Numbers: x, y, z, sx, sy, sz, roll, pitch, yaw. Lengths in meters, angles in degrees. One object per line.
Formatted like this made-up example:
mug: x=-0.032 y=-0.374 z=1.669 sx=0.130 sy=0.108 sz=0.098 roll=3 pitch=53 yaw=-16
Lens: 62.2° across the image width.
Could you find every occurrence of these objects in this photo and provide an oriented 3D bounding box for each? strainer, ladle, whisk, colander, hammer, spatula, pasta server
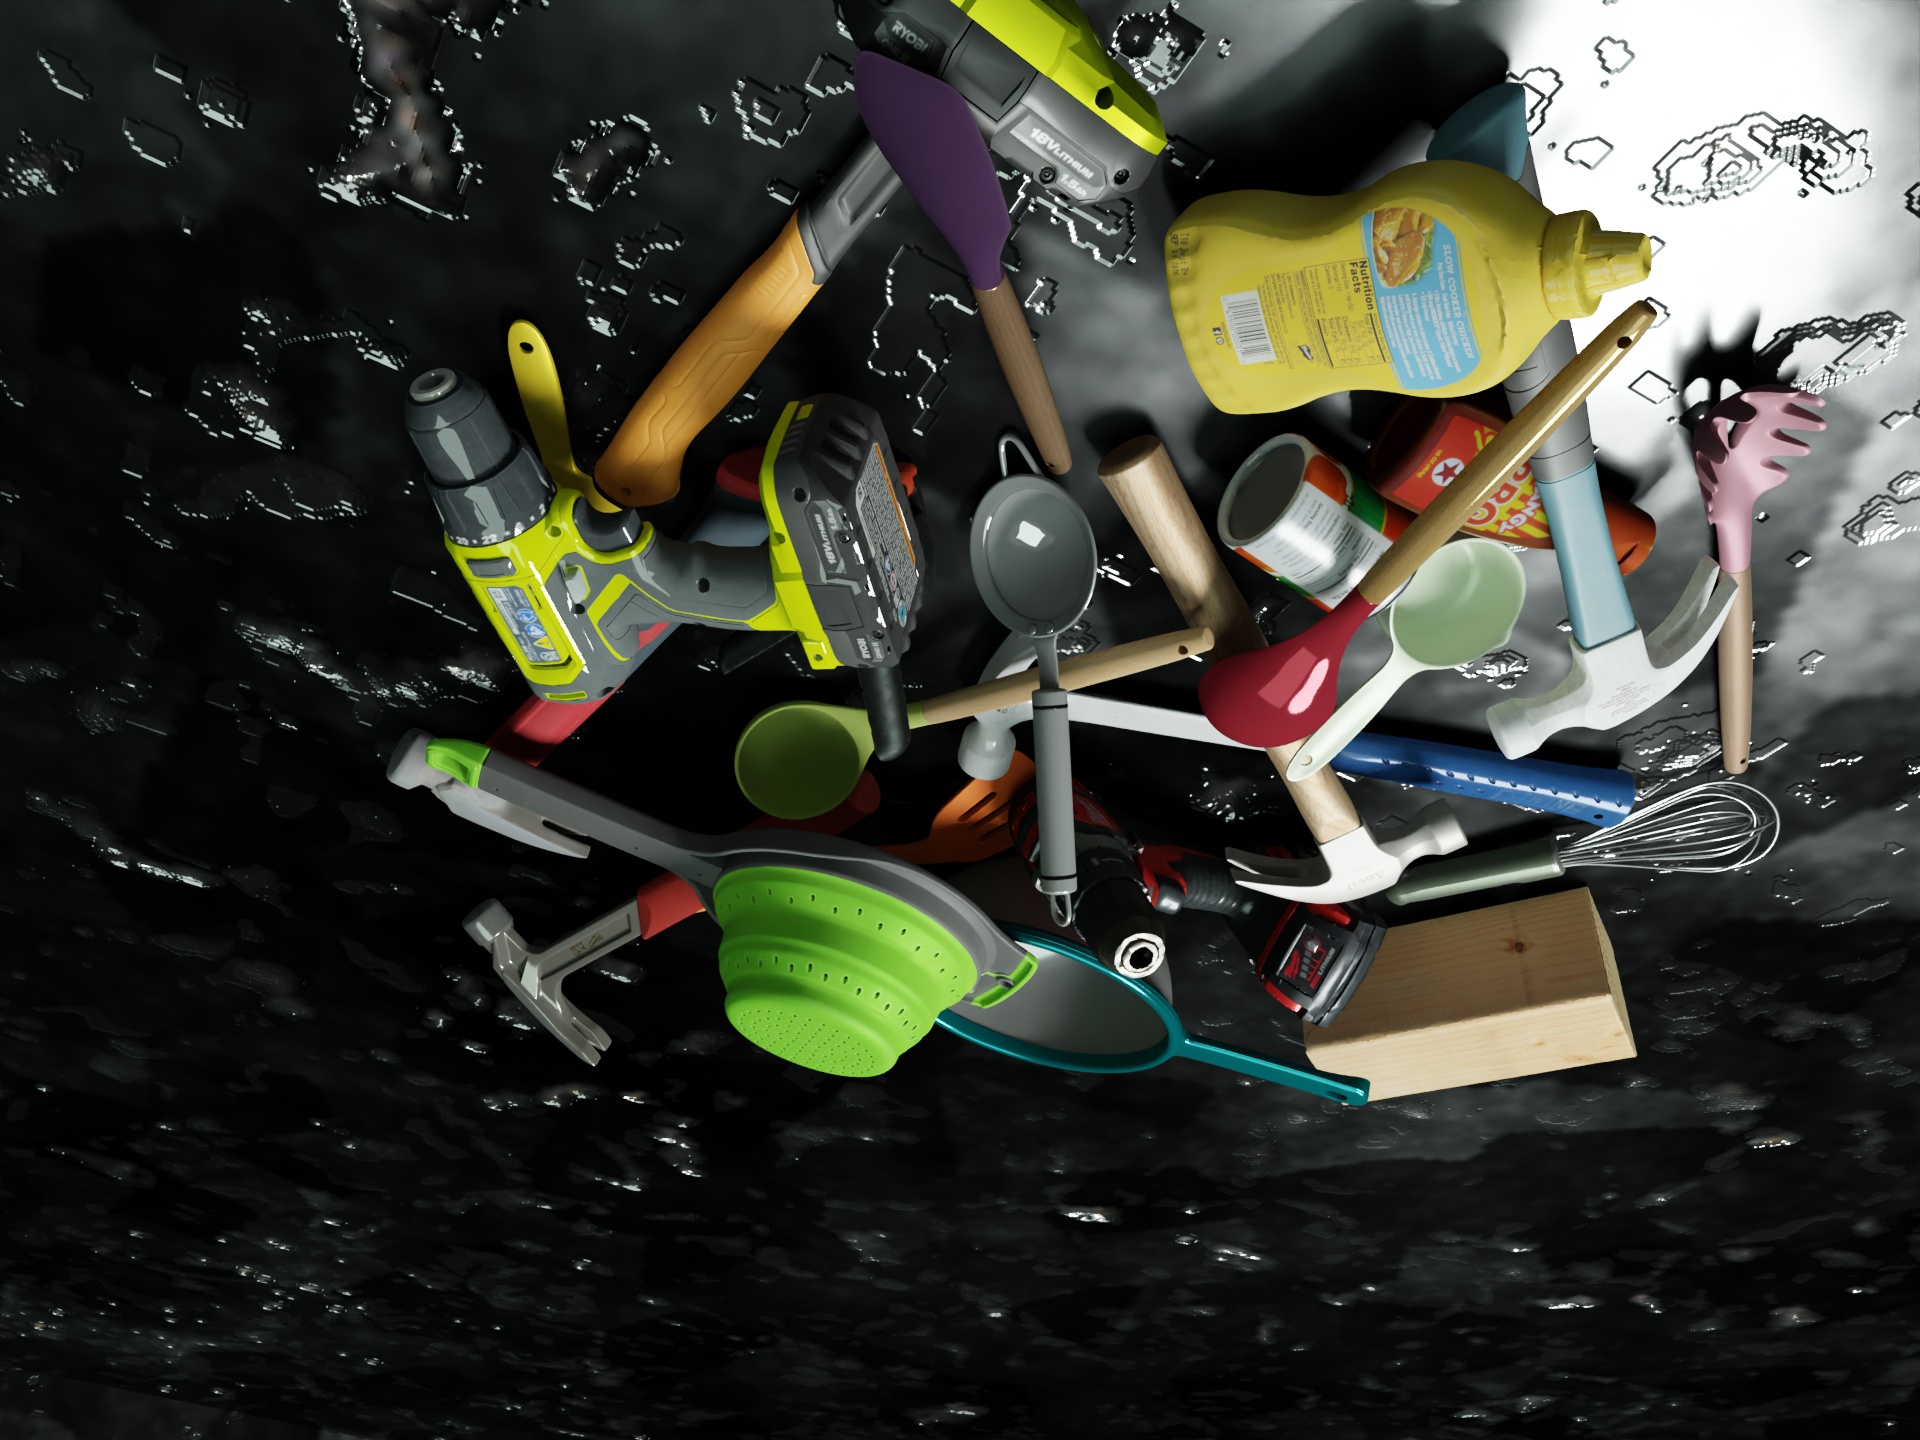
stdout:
strainer: x=0.117 y=0.172 z=1.085 sx=0.340 sy=0.095 sz=0.210 roll=16 pitch=149 yaw=3
ladle: x=-0.001 y=-0.003 z=0.906 sx=0.320 sy=0.062 sz=0.078 roll=-15 pitch=121 yaw=36
whisk: x=0.393 y=0.087 z=1.024 sx=0.246 sy=0.058 sz=0.059 roll=-16 pitch=102 yaw=29
colander: x=-0.154 y=0.125 z=0.976 sx=0.397 sy=0.095 sz=0.204 roll=24 pitch=149 yaw=-8
hammer: x=0.209 y=0.012 z=0.958 sx=0.405 sy=0.035 sz=0.144 roll=9 pitch=140 yaw=-6
hammer: x=0.163 y=-0.017 z=0.882 sx=0.130 sy=0.031 sz=0.331 roll=-28 pitch=121 yaw=13
spatula: x=0.014 y=-0.176 z=0.672 sx=0.060 sy=0.018 sz=0.315 roll=30 pitch=173 yaw=20
hammer: x=-0.191 y=0.128 z=1.109 sx=0.359 sy=0.037 sz=0.149 roll=-29 pitch=108 yaw=30
spatula: x=-0.080 y=0.092 z=1.094 sx=0.322 sy=0.041 sz=0.080 roll=-16 pitch=136 yaw=29
ladle: x=0.211 y=-0.077 z=0.753 sx=0.069 sy=0.031 sz=0.315 roll=26 pitch=135 yaw=-11
hammer: x=0.275 y=-0.128 z=0.736 sx=0.128 sy=0.033 sz=0.330 roll=-23 pitch=123 yaw=8
pasta server: x=0.418 y=-0.062 z=0.848 sx=0.060 sy=0.040 sz=0.315 roll=-30 pitch=136 yaw=0
strainer: x=0.047 y=-0.020 z=0.836 sx=0.087 sy=0.258 sz=0.050 roll=1 pitch=-174 yaw=44
hammer: x=-0.087 y=-0.206 z=0.726 sx=0.127 sy=0.034 sz=0.337 roll=27 pitch=135 yaw=-26
hammer: x=-0.195 y=-0.031 z=0.943 sx=0.143 sy=0.038 sz=0.386 roll=29 pitch=135 yaw=-28

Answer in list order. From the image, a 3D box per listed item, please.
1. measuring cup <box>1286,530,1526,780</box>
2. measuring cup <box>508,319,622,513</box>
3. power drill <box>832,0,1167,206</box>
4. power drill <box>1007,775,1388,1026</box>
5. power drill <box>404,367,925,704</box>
measuring cup: x=0.228 y=-0.036 z=0.856 sx=0.083 sy=0.038 sz=0.167 roll=30 pitch=112 yaw=-27
measuring cup: x=-0.214 y=-0.137 z=0.824 sx=0.062 sy=0.029 sz=0.156 roll=3 pitch=142 yaw=2
power drill: x=0.073 y=-0.300 z=0.544 sx=0.171 sy=0.080 sz=0.223 roll=29 pitch=120 yaw=-25
power drill: x=0.147 y=0.117 z=0.979 sx=0.226 sy=0.188 sz=0.080 roll=19 pitch=107 yaw=-21
power drill: x=-0.147 y=-0.094 z=0.780 sx=0.228 sy=0.080 sz=0.190 roll=-2 pitch=136 yaw=16
